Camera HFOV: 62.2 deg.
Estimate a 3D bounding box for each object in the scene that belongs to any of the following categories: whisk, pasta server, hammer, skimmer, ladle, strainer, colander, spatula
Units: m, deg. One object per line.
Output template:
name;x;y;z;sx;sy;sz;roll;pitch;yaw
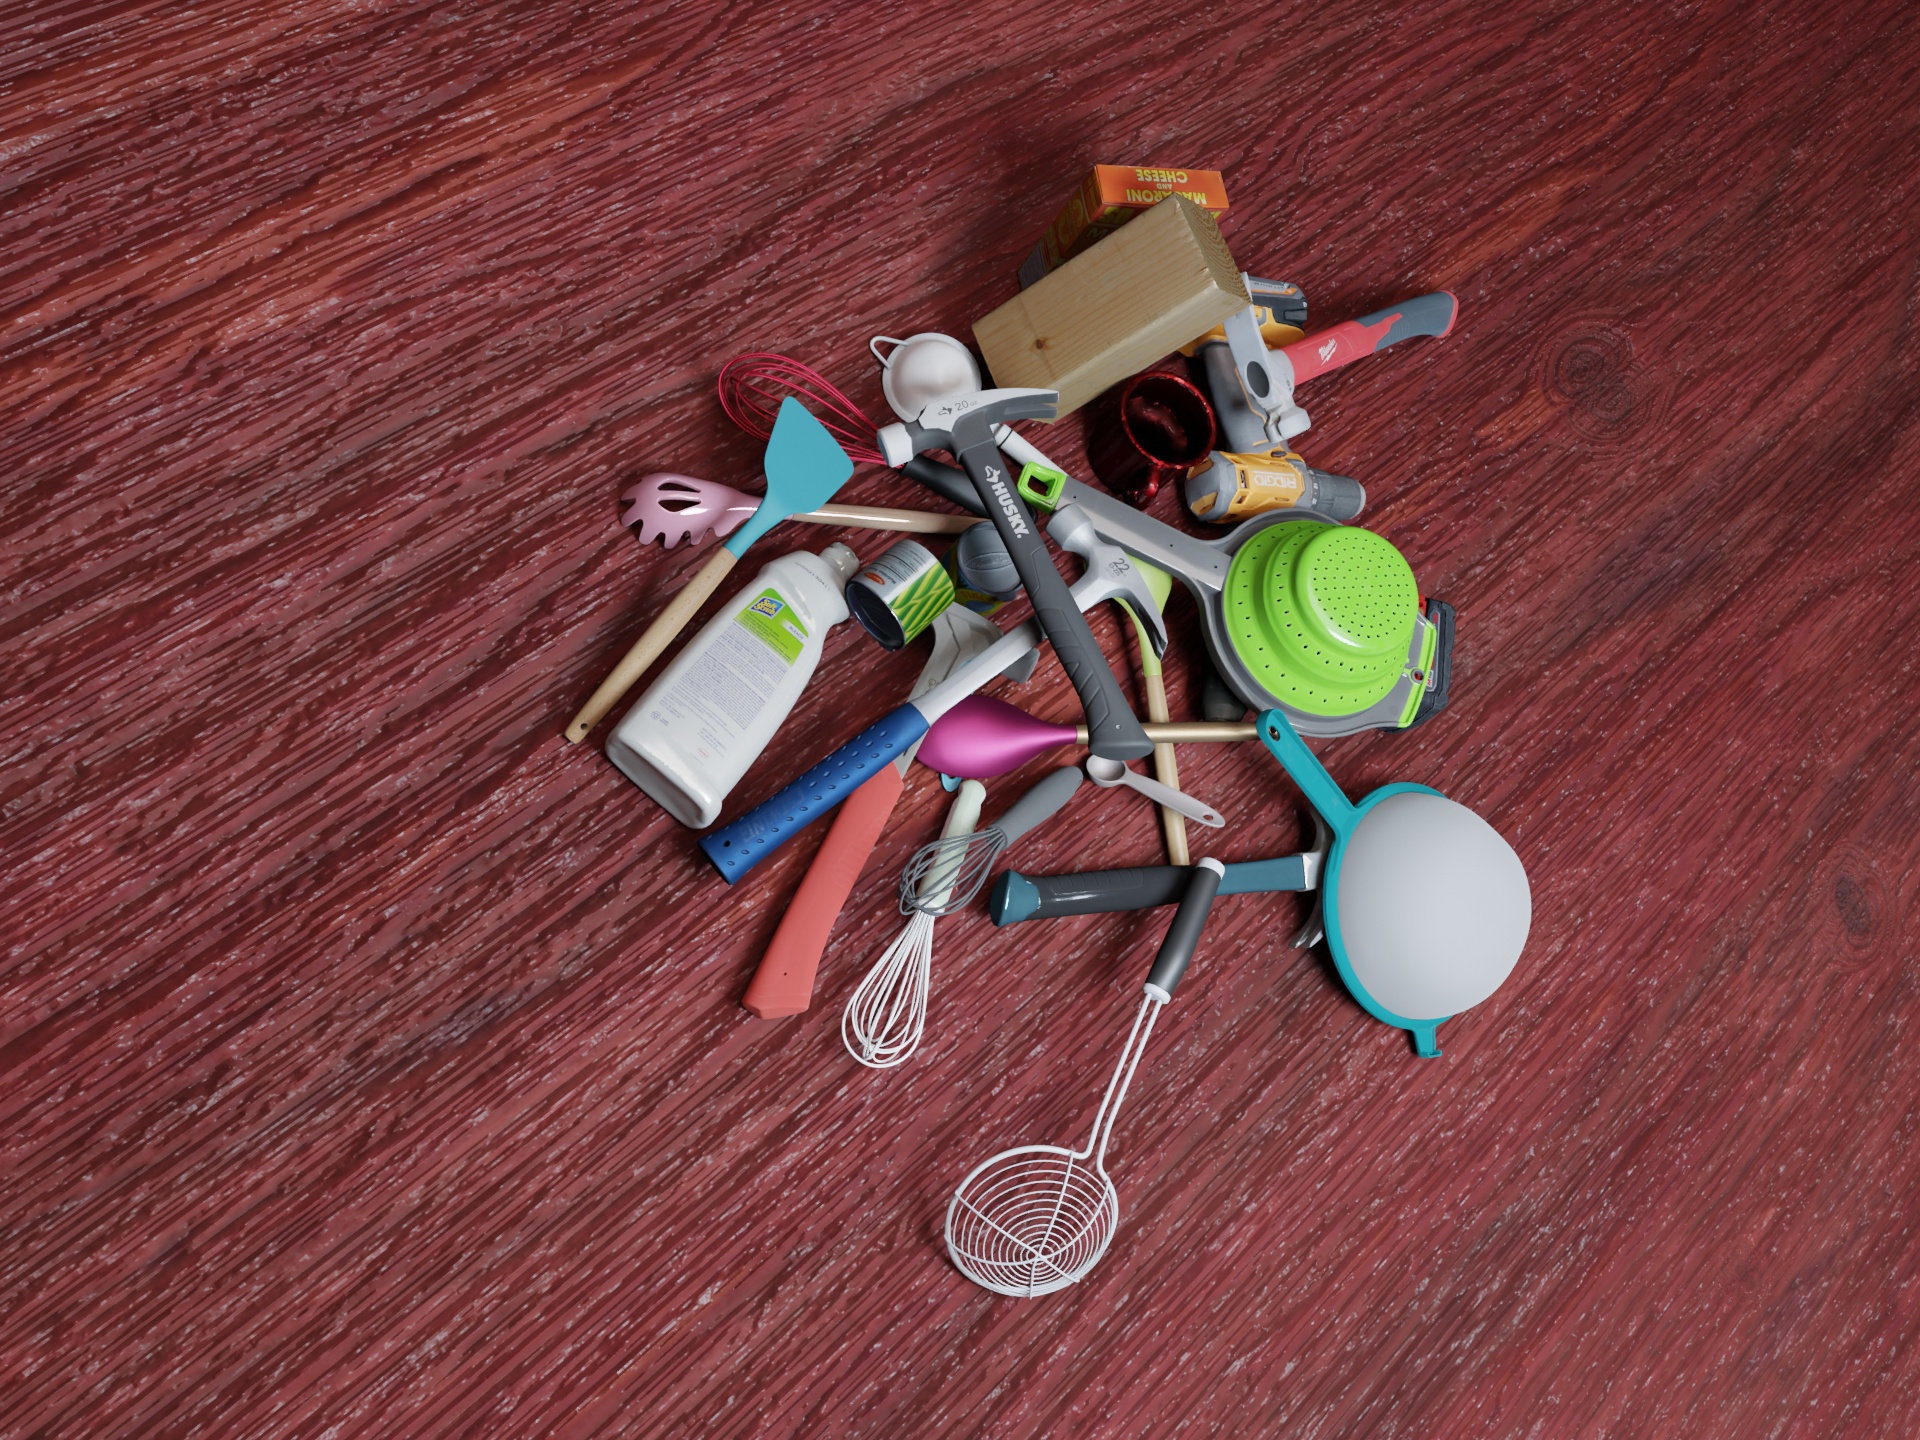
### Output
whisk;-0.063;-0.224;1.316;0.295;0.073;0.073;22;67;-20
pasta server;-0.113;-0.165;1.289;0.316;0.040;0.060;2;73;-23
hammer;-0.078;0.060;1.220;0.149;0.036;0.359;25;69;7
skimmer;0.108;0.262;1.214;0.127;0.090;0.363;38;61;-19
whisk;0.029;0.087;1.229;0.055;0.055;0.239;55;43;2
hammer;0.064;-0.116;1.221;0.146;0.035;0.335;-22;68;-9
ladle;0.162;-0.009;1.352;0.078;0.062;0.320;-4;82;-22
strainer;0.031;-0.253;1.372;0.258;0.050;0.087;37;80;-11
hammer;-0.019;-0.007;1.211;0.405;0.035;0.144;-37;73;-16
strainer;0.370;0.110;1.311;0.340;0.095;0.211;48;62;-21
whisk;-0.028;0.150;1.217;0.059;0.057;0.246;22;61;-1
colander;0.237;-0.129;1.308;0.397;0.094;0.205;25;68;-9
spatula;-0.195;-0.108;1.214;0.317;0.044;0.082;-51;120;-11
hammer;0.178;0.131;1.293;0.331;0.033;0.128;-3;83;-22
hammer;0.362;-0.368;1.470;0.386;0.038;0.143;-30;100;-45

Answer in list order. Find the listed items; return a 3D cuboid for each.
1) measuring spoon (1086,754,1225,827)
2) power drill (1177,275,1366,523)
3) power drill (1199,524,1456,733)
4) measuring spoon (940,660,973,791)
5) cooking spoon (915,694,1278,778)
measuring spoon;0.159;0.063;1.311;0.124;0.018;0.034;26;47;15
power drill;0.285;-0.285;1.462;0.185;0.084;0.226;0;78;-29
power drill;0.314;-0.057;1.403;0.226;0.080;0.188;18;68;-13
measuring spoon;-0.002;-0.004;1.295;0.042;0.021;0.129;11;79;-11
cooking spoon;0.118;0.011;1.302;0.318;0.017;0.069;-1;83;-13
